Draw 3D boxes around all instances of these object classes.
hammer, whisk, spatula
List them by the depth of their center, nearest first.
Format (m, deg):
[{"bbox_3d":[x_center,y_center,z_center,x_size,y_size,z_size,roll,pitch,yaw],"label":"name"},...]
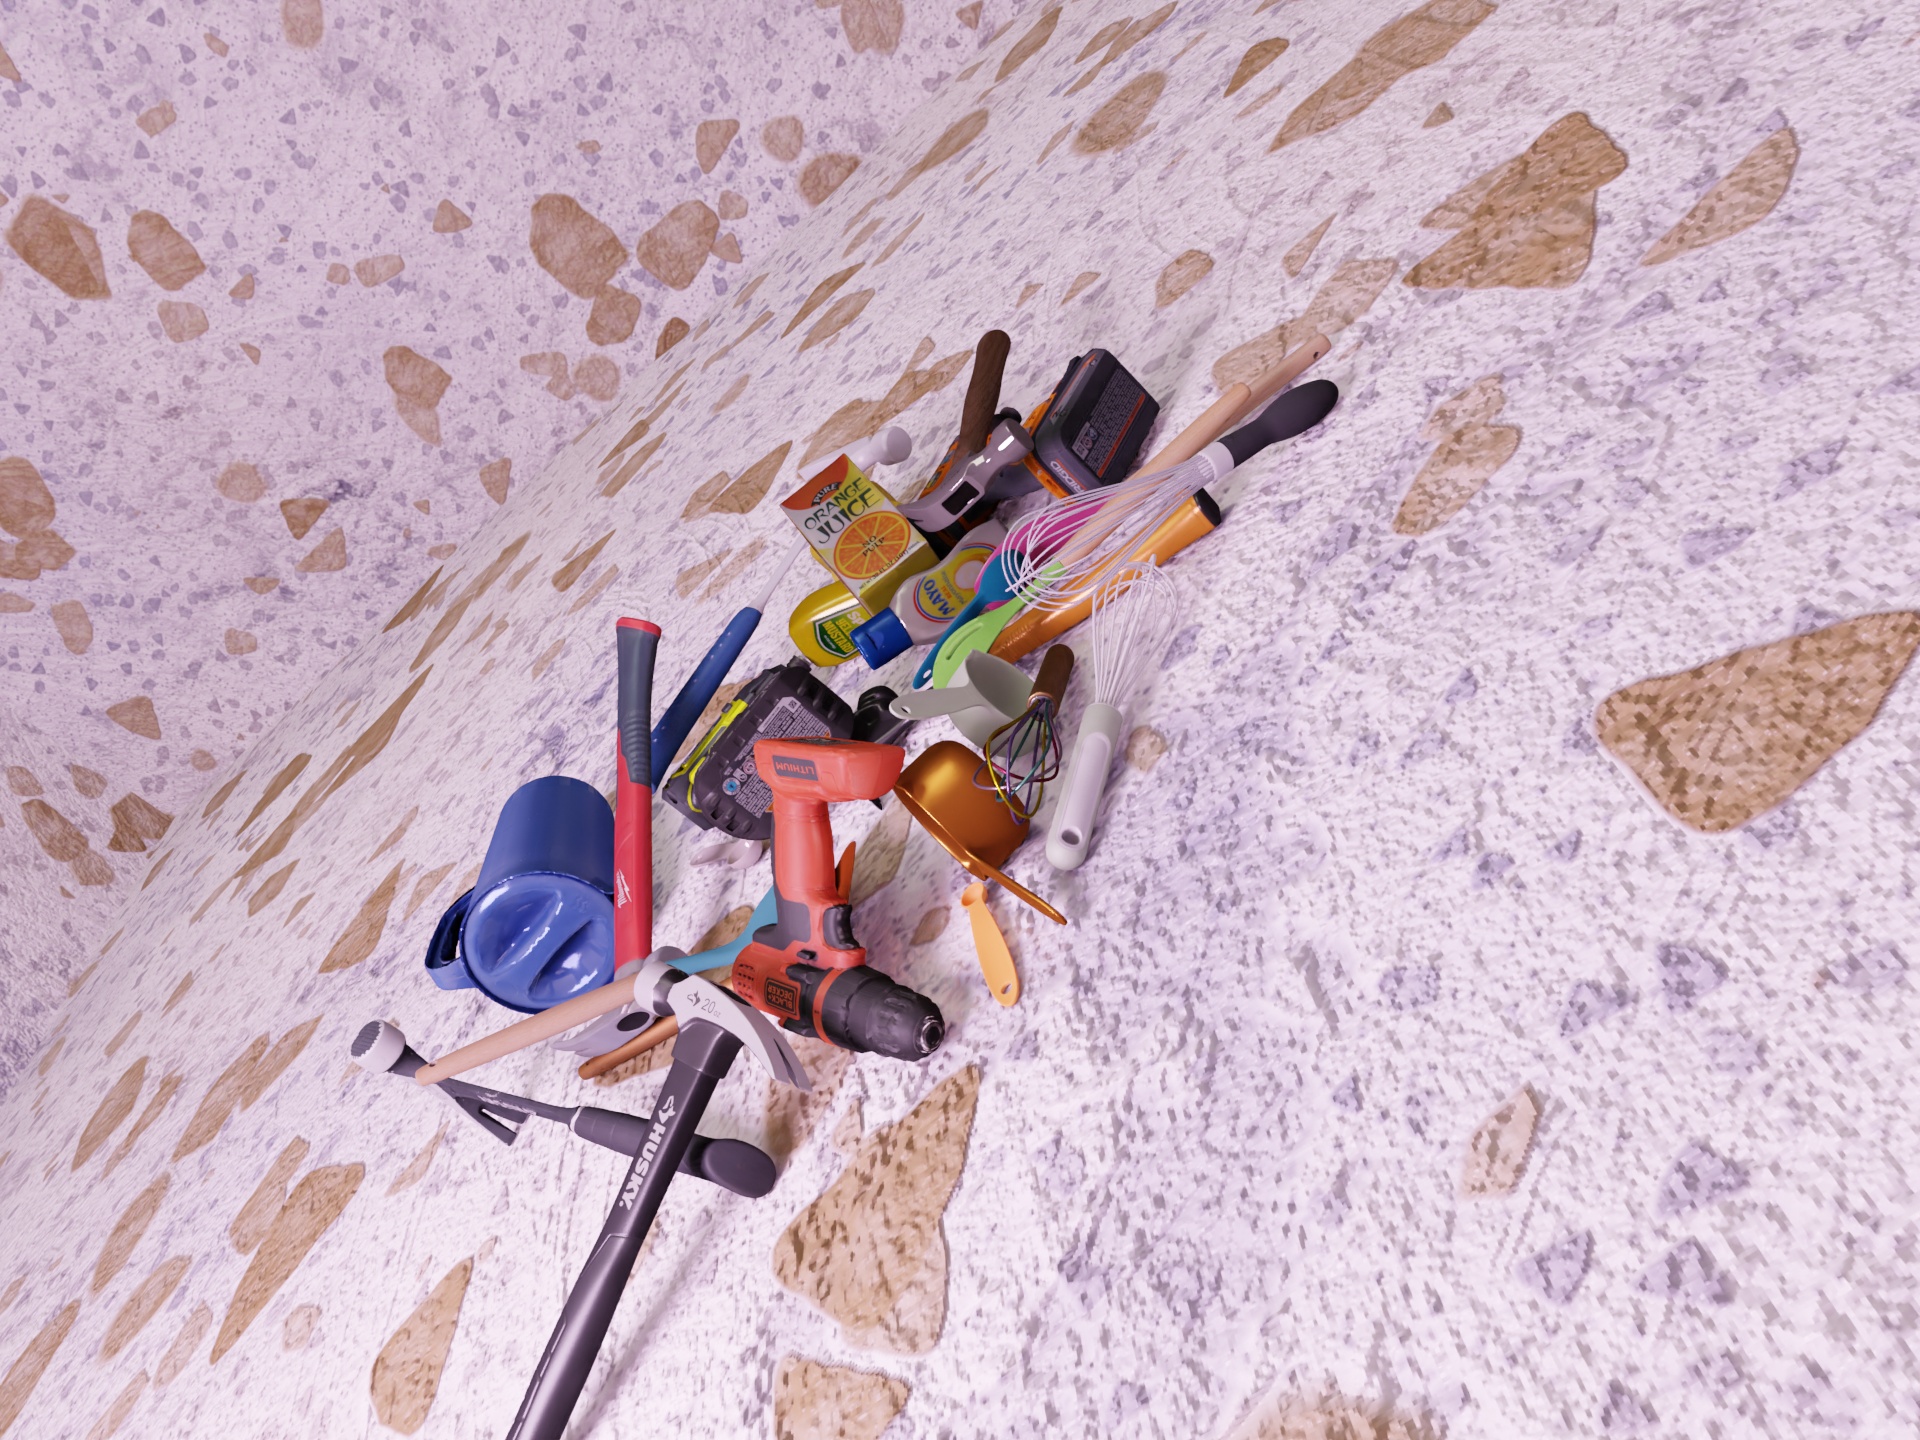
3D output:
[{"bbox_3d":[-0.199,0.315,0.928,0.146,0.035,0.335,14,76,41],"label":"hammer"},{"bbox_3d":[0.049,-0.004,1.016,0.051,0.047,0.245,-60,2,25],"label":"whisk"},{"bbox_3d":[0.094,-0.010,1.016,0.059,0.058,0.246,109,180,-57],"label":"whisk"},{"bbox_3d":[0.146,-0.159,1.068,0.284,0.070,0.070,-33,22,-16],"label":"whisk"},{"bbox_3d":[-0.267,0.277,1.094,0.409,0.149,0.036,-1,53,44],"label":"hammer"},{"bbox_3d":[-0.229,0.174,1.094,0.317,0.044,0.082,-23,27,-4],"label":"spatula"},{"bbox_3d":[-0.177,0.191,1.143,0.322,0.041,0.081,-33,32,29],"label":"spatula"},{"bbox_3d":[0.048,-0.060,1.166,0.337,0.034,0.127,-35,27,23],"label":"hammer"},{"bbox_3d":[-0.271,0.076,1.277,0.143,0.038,0.387,-37,44,31],"label":"hammer"},{"bbox_3d":[0.014,-0.254,1.323,0.130,0.031,0.332,-40,20,26],"label":"hammer"},{"bbox_3d":[-0.185,-0.104,1.440,0.144,0.035,0.406,-6,47,53],"label":"hammer"}]

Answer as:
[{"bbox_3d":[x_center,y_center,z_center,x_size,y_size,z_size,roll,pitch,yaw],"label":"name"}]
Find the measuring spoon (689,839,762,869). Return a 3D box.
[{"bbox_3d":[-0.193,0.114,1.312,0.124,0.018,0.034,-16,37,57],"label":"measuring spoon"}]

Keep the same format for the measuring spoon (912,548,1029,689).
[{"bbox_3d":[0.010,-0.070,1.175,0.021,0.042,0.128,41,95,31],"label":"measuring spoon"}]

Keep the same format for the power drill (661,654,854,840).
[{"bbox_3d":[-0.165,0.017,1.302,0.171,0.080,0.223,-53,14,-8],"label":"power drill"}]

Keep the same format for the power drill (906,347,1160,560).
[{"bbox_3d":[0.059,-0.229,1.340,0.226,0.084,0.164,-15,39,53],"label":"power drill"}]

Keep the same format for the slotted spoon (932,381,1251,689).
[{"bbox_3d":[0.090,-0.130,1.135,0.314,0.031,0.070,-44,15,1],"label":"slotted spoon"}]

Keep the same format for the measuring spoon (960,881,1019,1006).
[{"bbox_3d":[0.020,0.136,0.962,0.021,0.011,0.117,-42,30,11],"label":"measuring spoon"}]

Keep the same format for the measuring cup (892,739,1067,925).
[{"bbox_3d":[0.026,0.069,0.980,0.052,0.095,0.174,-45,41,-11],"label":"measuring cup"}]

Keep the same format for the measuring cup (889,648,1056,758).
[{"bbox_3d":[-0.002,-0.003,1.043,0.167,0.083,0.038,-9,-37,-54],"label":"measuring cup"}]

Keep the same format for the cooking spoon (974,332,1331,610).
[{"bbox_3d":[0.143,-0.184,1.187,0.319,0.068,0.017,-37,46,8],"label":"cooking spoon"}]
